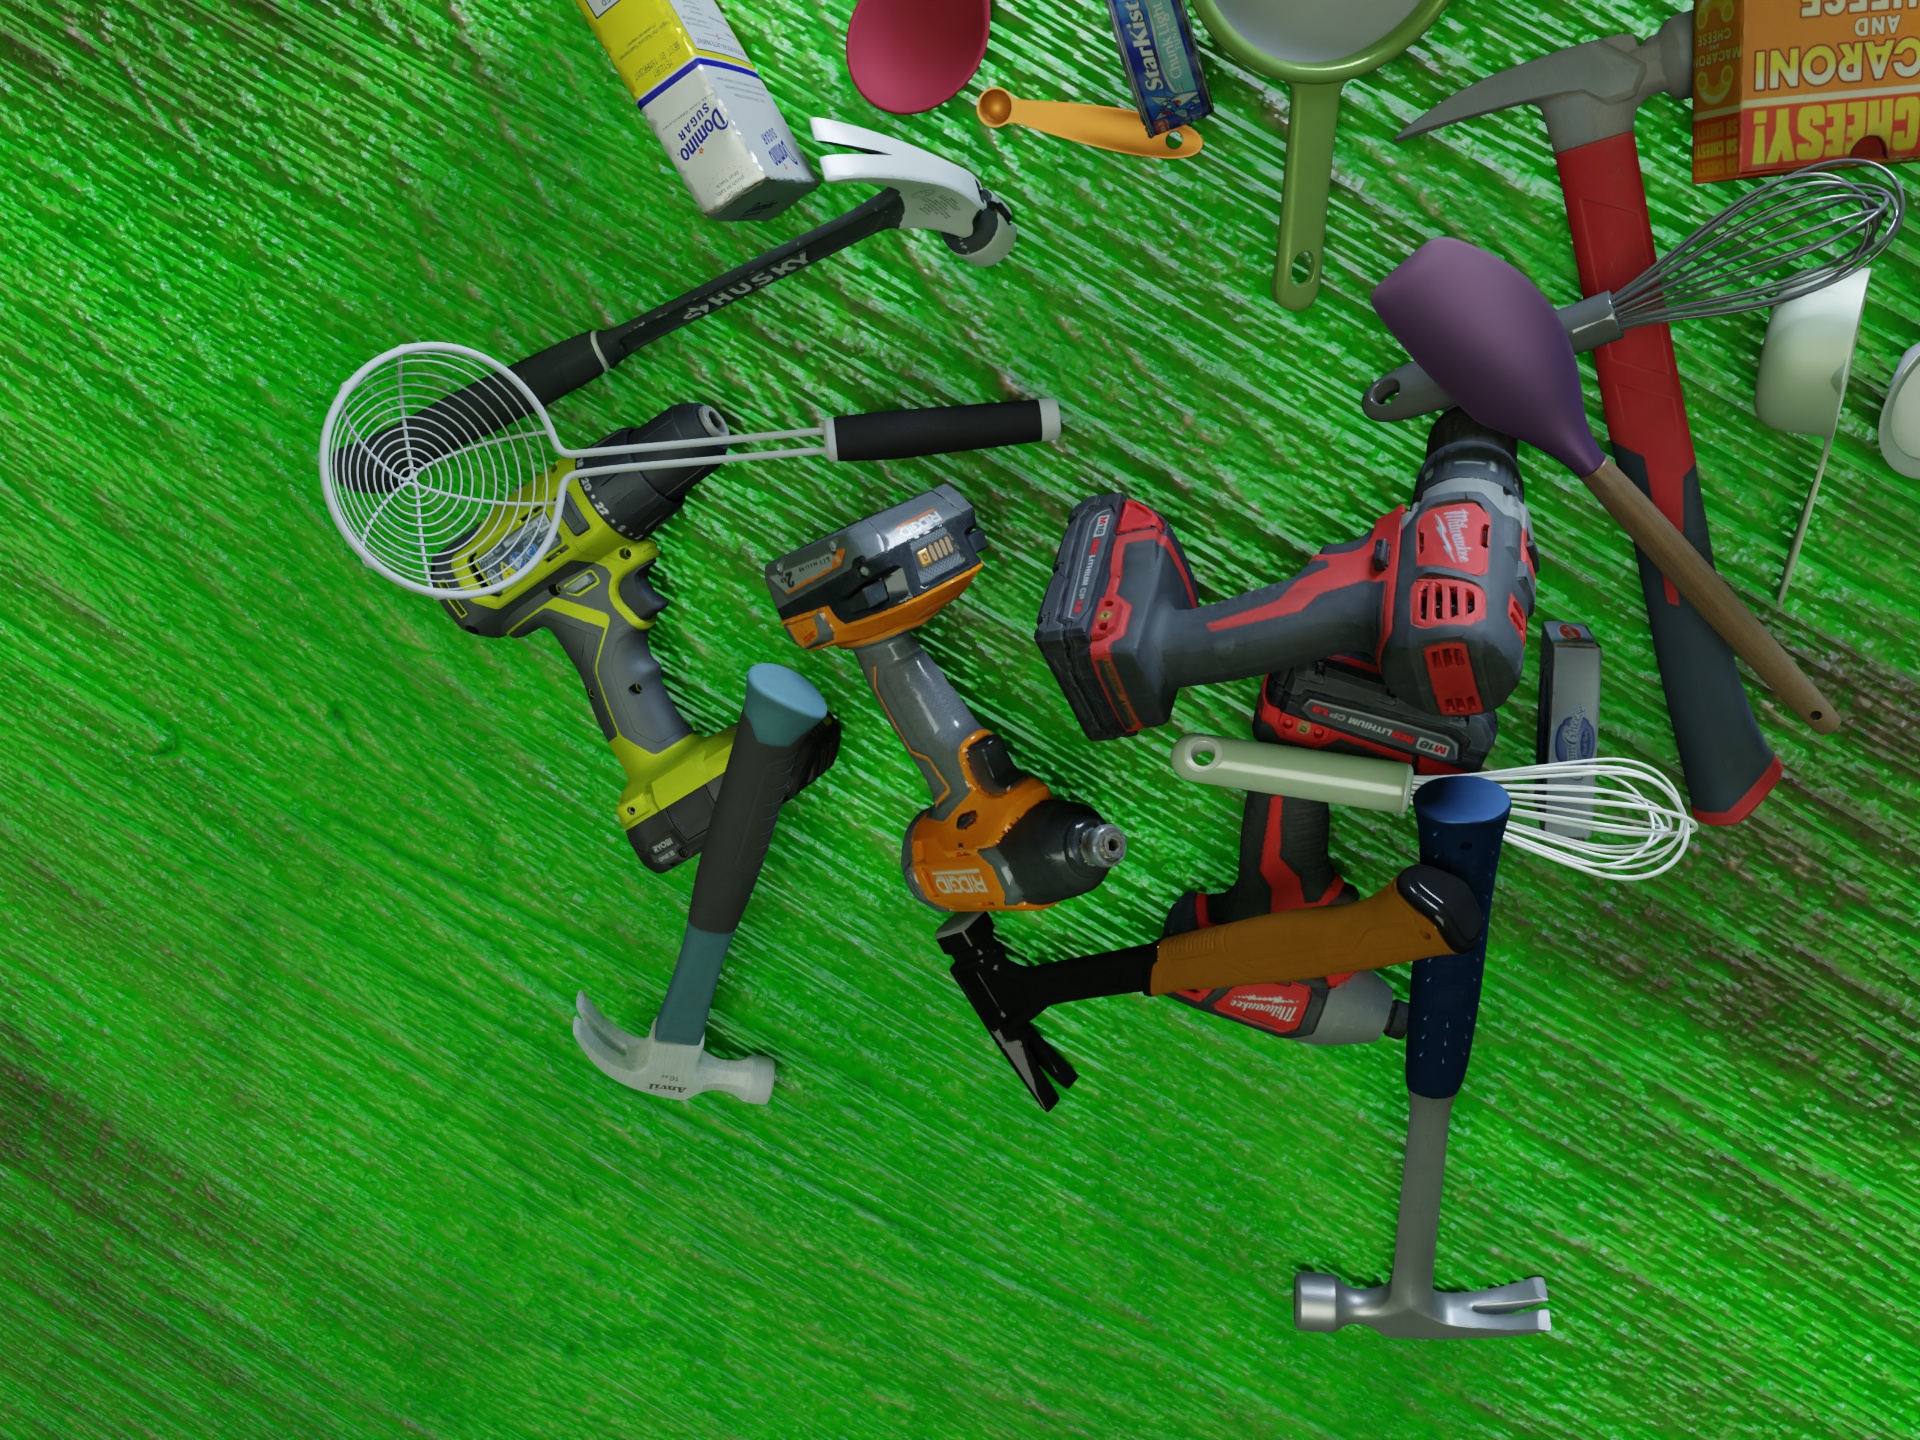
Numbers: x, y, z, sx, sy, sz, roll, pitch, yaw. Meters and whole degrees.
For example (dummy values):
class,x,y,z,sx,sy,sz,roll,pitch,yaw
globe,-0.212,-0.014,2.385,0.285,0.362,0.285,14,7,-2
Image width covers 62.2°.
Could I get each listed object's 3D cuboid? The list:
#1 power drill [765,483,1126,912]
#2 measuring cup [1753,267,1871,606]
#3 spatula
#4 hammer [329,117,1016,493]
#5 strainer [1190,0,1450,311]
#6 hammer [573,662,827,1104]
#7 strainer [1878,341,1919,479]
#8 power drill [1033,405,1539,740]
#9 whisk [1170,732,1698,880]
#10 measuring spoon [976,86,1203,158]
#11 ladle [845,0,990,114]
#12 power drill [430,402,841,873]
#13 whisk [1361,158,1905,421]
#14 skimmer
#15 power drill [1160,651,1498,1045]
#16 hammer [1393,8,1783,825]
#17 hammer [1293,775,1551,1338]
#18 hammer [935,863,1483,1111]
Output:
class,x,y,z,sx,sy,sz,roll,pitch,yaw
power drill,-0.001,-0.003,0.837,0.164,0.084,0.226,-11,107,56
measuring cup,0.393,-0.132,0.757,0.038,0.083,0.167,15,125,26
spatula,0.314,-0.102,0.744,0.315,0.018,0.059,43,122,-12
hammer,-0.178,-0.202,0.840,0.409,0.149,0.036,-18,80,24
strainer,0.159,-0.328,0.751,0.151,0.069,0.256,-8,121,-12
hammer,-0.134,0.102,0.886,0.128,0.033,0.330,10,128,-15
strainer,0.432,-0.195,0.690,0.087,0.050,0.258,-29,134,7
power drill,0.165,-0.078,0.781,0.227,0.188,0.080,-6,136,27
whisk,0.224,0.034,0.769,0.246,0.059,0.058,9,77,15
measuring spoon,0.066,-0.302,0.807,0.117,0.011,0.021,12,108,5
ladle,0.035,-0.441,0.763,0.069,0.031,0.315,30,108,0
power drill,-0.168,-0.048,0.899,0.190,0.080,0.228,-30,95,18
whisk,0.296,-0.187,0.724,0.239,0.055,0.055,-18,102,30
skimmer,-0.126,-0.138,0.803,0.363,0.090,0.127,-6,95,-4
power drill,0.199,0.073,0.852,0.143,0.078,0.219,19,112,7
hammer,0.324,-0.128,0.782,0.143,0.038,0.386,-13,103,17
hammer,0.251,0.197,0.829,0.144,0.035,0.405,0,126,10
hammer,0.122,0.132,0.821,0.337,0.034,0.127,-22,102,49
